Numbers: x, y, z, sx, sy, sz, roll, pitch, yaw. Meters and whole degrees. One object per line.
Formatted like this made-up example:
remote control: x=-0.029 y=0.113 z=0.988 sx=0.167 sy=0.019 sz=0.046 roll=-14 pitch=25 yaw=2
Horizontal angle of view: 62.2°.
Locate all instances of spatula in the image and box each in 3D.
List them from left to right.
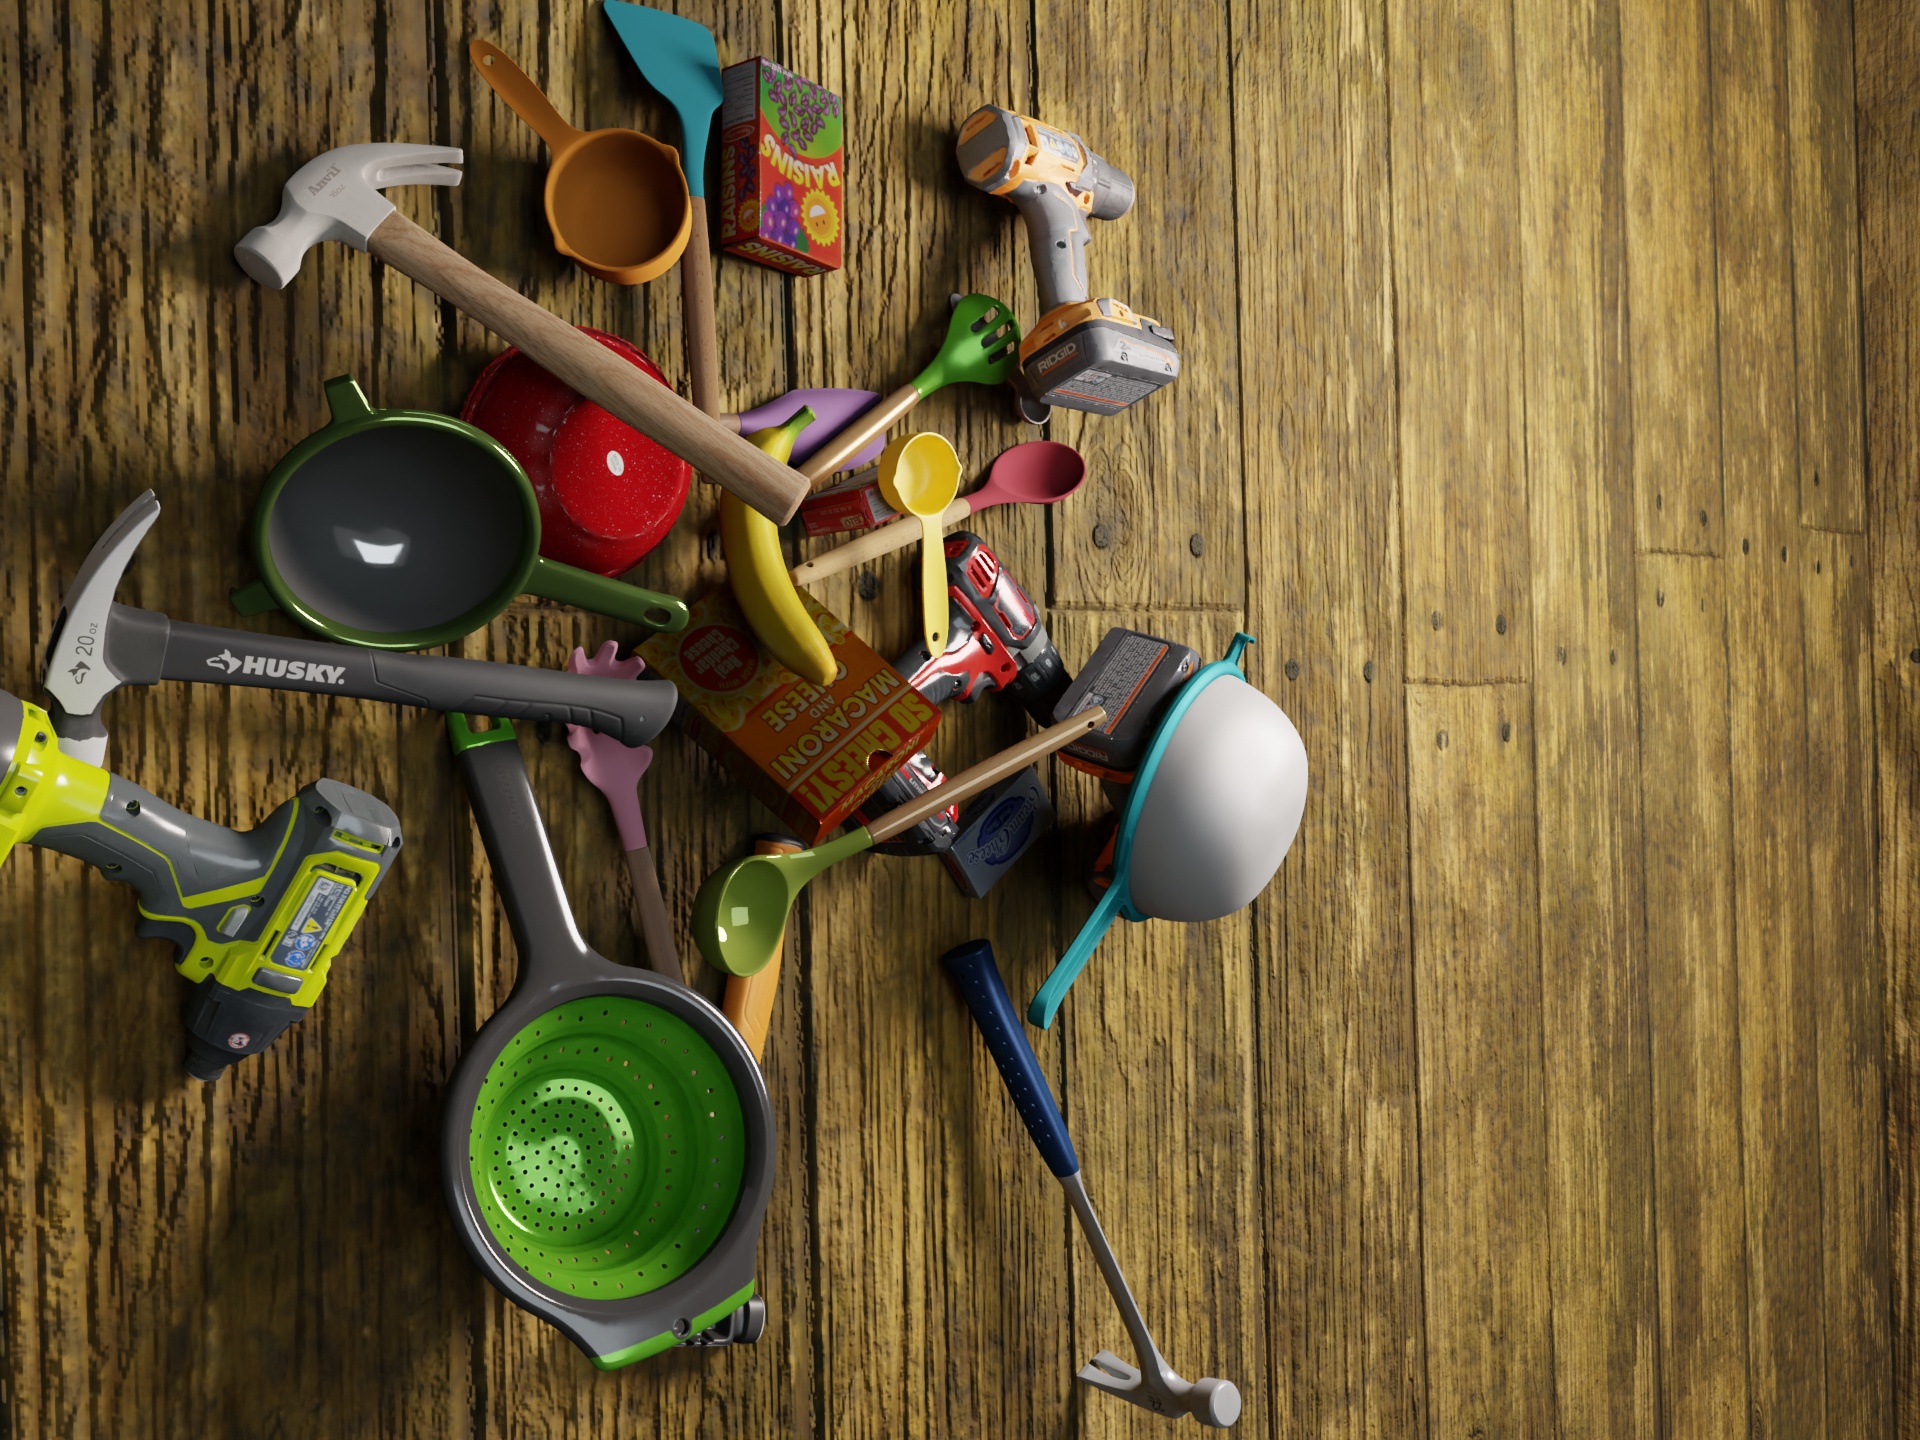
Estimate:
spatula: x=-0.179 y=-0.314 z=1.045 sx=0.082 sy=0.044 sz=0.317 roll=-5 pitch=93 yaw=-43
spatula: x=-0.172 y=-0.196 z=1.064 sx=0.315 sy=0.018 sz=0.060 roll=-8 pitch=98 yaw=-42

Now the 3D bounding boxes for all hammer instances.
hammer: x=-0.311 y=-0.029 z=0.878 sx=0.334 sy=0.035 sz=0.146 roll=7 pitch=109 yaw=-37
hammer: x=-0.232 y=-0.218 z=0.919 sx=0.331 sy=0.031 sz=0.130 roll=33 pitch=63 yaw=-9
hammer: x=-0.158 y=0.239 z=1.055 sx=0.127 sy=0.034 sz=0.337 roll=19 pitch=76 yaw=-40
hammer: x=0.081 y=0.356 z=1.221 sx=0.035 sy=0.144 sz=0.405 roll=-30 pitch=99 yaw=-40

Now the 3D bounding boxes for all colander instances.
colander: x=-0.248 y=0.179 z=0.956 sx=0.204 sy=0.094 sz=0.397 roll=-14 pitch=80 yaw=-39

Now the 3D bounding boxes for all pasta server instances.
pasta server: x=-0.196 y=0.107 z=1.002 sx=0.060 sy=0.040 sz=0.316 roll=-14 pitch=92 yaw=-24

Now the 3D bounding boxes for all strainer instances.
strainer: x=-0.276 y=-0.105 z=0.919 sx=0.256 sy=0.069 sz=0.151 roll=16 pitch=117 yaw=-38
strainer: x=0.169 y=0.108 z=1.156 sx=0.340 sy=0.095 sz=0.210 roll=-50 pitch=148 yaw=-35

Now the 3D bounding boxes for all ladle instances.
ladle: x=-0.033 y=0.070 z=1.054 sx=0.320 sy=0.062 sz=0.078 roll=-27 pitch=125 yaw=-15
ladle: x=-0.013 y=-0.149 z=1.160 sx=0.315 sy=0.069 sz=0.031 roll=-30 pitch=145 yaw=-44

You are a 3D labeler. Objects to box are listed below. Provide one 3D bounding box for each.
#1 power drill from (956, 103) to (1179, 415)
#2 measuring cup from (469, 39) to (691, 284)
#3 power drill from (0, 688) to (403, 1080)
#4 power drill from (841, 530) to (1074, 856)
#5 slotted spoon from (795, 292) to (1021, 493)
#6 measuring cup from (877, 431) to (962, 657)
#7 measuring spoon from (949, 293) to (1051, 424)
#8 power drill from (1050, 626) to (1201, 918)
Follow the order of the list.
power drill: x=0.096 y=-0.356 z=1.238 sx=0.185 sy=0.084 sz=0.226 roll=-3 pitch=72 yaw=-50
measuring cup: x=-0.240 y=-0.348 z=0.991 sx=0.095 sy=0.052 sz=0.173 roll=-42 pitch=91 yaw=-3
power drill: x=-0.418 y=0.086 z=0.791 sx=0.223 sy=0.080 sz=0.171 roll=28 pitch=95 yaw=-39
power drill: x=-0.002 y=-0.004 z=1.172 sx=0.187 sy=0.080 sz=0.227 roll=52 pitch=55 yaw=-28
slotted spoon: x=-0.050 y=-0.222 z=1.150 sx=0.314 sy=0.031 sz=0.070 roll=-44 pitch=113 yaw=-32
measuring cup: x=-0.028 y=-0.120 z=1.092 sx=0.062 sy=0.029 sz=0.156 roll=-19 pitch=114 yaw=-39
measuring spoon: x=0.027 y=-0.282 z=1.246 sx=0.124 sy=0.018 sz=0.034 roll=49 pitch=58 yaw=-21
power drill: x=0.150 y=0.034 z=1.261 sx=0.164 sy=0.084 sz=0.226 roll=-53 pitch=146 yaw=-29
